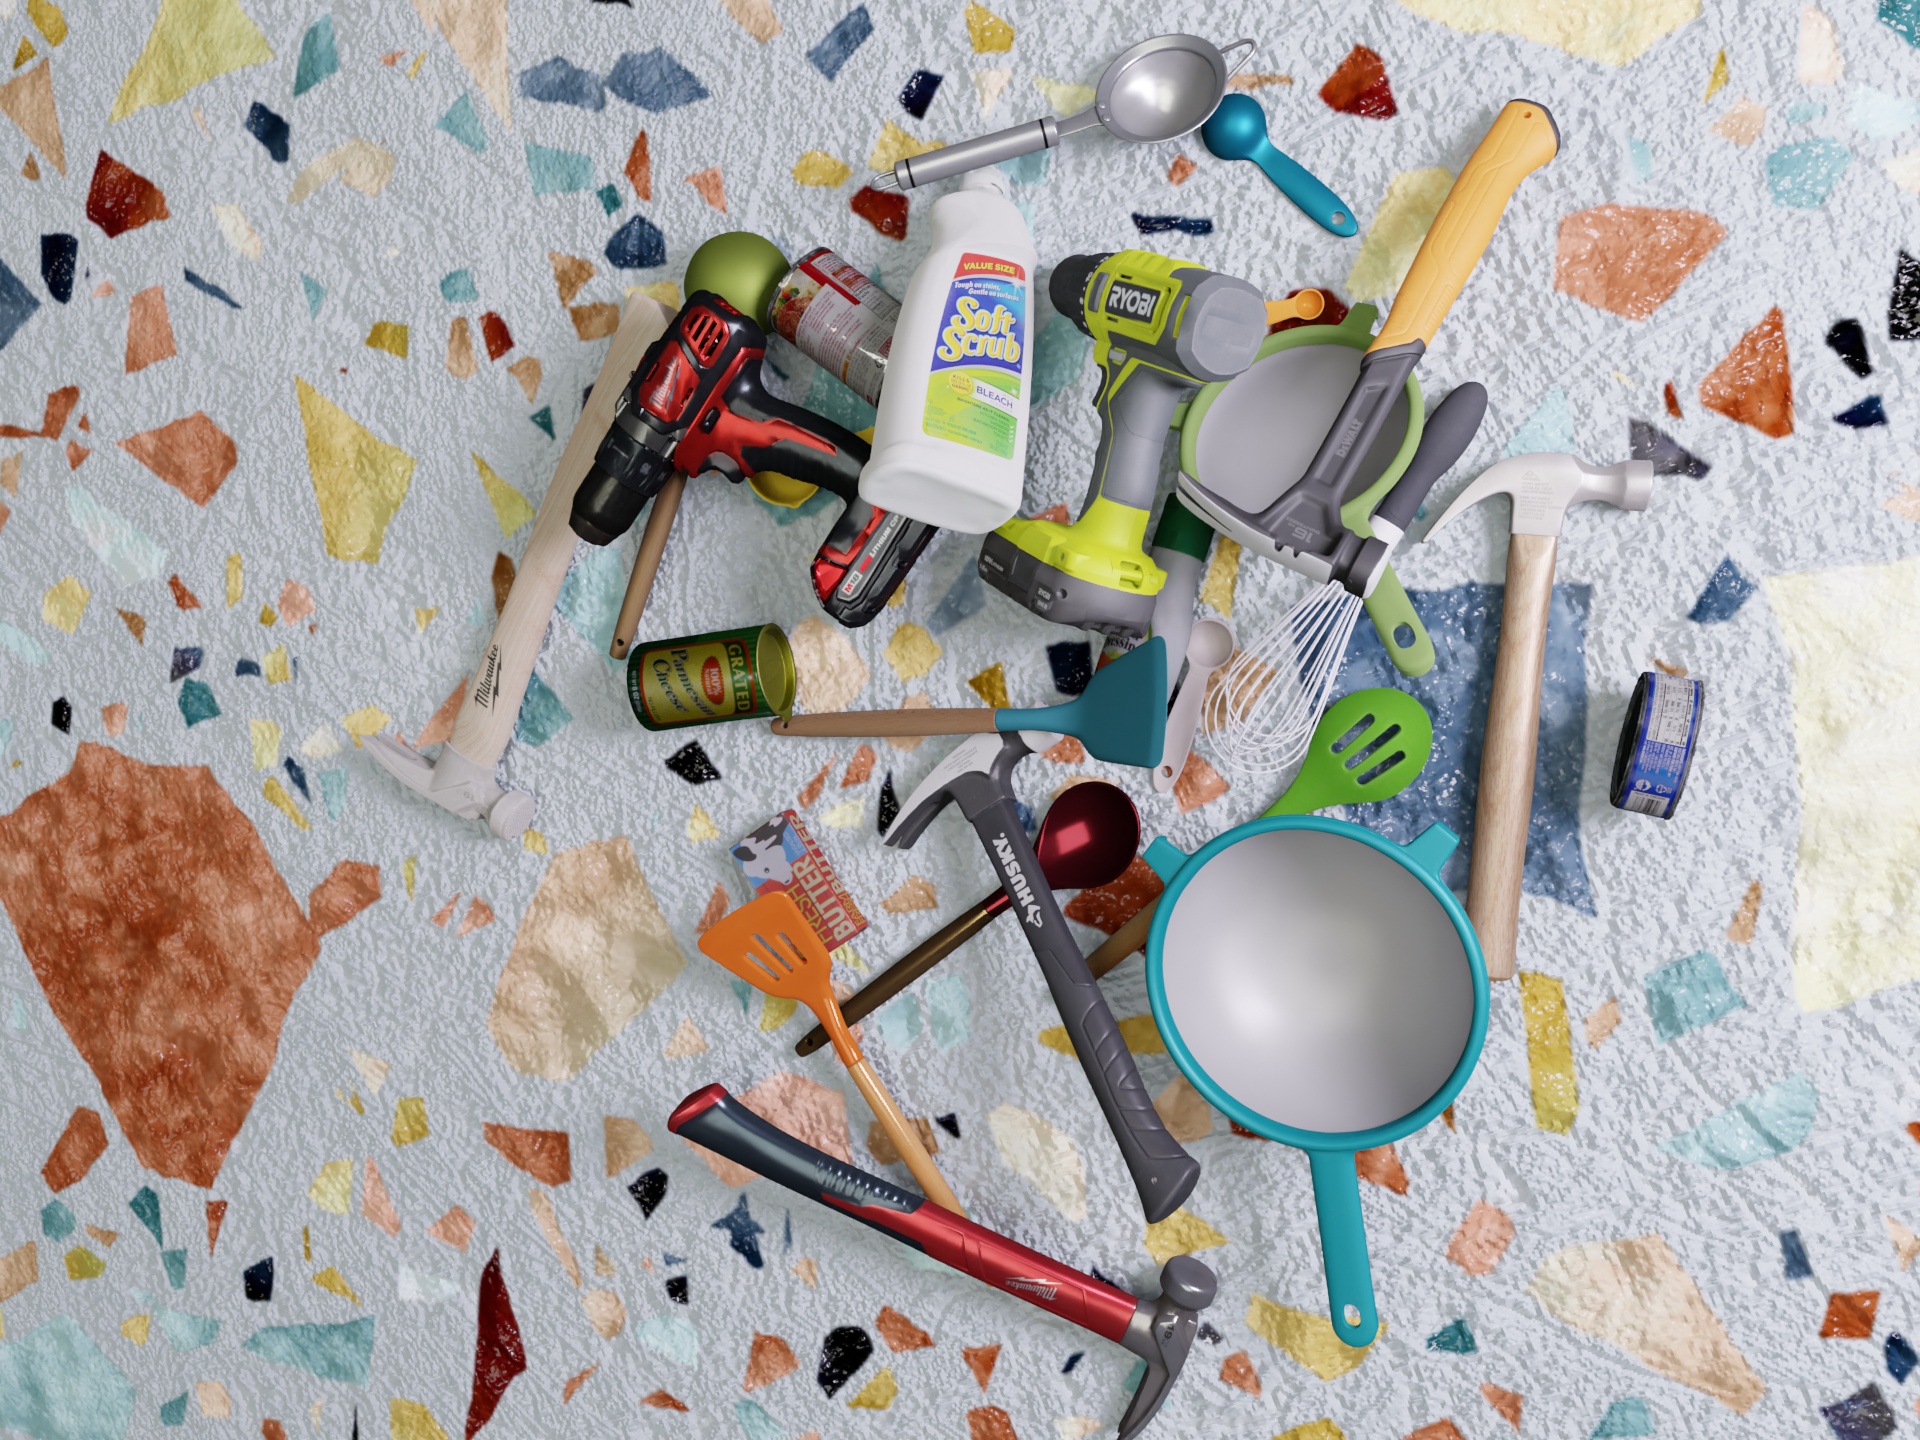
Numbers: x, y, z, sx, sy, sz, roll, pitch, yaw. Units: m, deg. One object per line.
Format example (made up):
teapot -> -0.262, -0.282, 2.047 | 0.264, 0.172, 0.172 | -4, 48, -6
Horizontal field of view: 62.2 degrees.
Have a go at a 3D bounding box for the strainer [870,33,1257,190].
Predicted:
strainer -> 0.065, -0.383, 1.029 | 0.258, 0.050, 0.087 | -14, 64, 6

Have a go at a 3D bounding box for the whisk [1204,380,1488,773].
whisk -> 0.250, -0.090, 1.008 | 0.070, 0.070, 0.284 | 34, 97, 11

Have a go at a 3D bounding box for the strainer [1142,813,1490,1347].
strainer -> 0.240, 0.218, 1.010 | 0.211, 0.095, 0.340 | -6, 97, 27

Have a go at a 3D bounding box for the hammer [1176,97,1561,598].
hammer -> 0.257, -0.235, 0.936 | 0.127, 0.034, 0.337 | 28, 76, 14

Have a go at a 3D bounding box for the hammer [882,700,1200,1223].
hammer -> 0.062, 0.162, 1.034 | 0.146, 0.035, 0.335 | -34, 65, 20

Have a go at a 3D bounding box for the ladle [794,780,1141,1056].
ladle -> 0.001, 0.147, 1.109 | 0.315, 0.031, 0.069 | -38, 71, 17

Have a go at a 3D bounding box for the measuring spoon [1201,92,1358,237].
measuring spoon -> 0.205, -0.355, 1.018 | 0.129, 0.021, 0.042 | 45, 104, 10

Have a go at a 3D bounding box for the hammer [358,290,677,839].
hammer -> -0.314, -0.124, 1.178 | 0.146, 0.038, 0.410 | 28, 100, 14

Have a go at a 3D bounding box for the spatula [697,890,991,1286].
spatula -> -0.064, 0.264, 1.115 | 0.081, 0.041, 0.322 | -32, 91, 19

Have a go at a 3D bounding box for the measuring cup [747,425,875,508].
measuring cup -> -0.073, -0.191, 1.113 | 0.156, 0.029, 0.062 | -14, 99, 5

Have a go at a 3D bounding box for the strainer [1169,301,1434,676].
strainer -> 0.232, -0.124, 0.968 | 0.151, 0.069, 0.257 | -26, 59, 14

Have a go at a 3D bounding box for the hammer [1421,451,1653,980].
hammer -> 0.344, -0.001, 0.996 | 0.130, 0.031, 0.331 | 6, 96, 15

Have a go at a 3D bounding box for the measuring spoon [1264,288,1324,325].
measuring spoon -> 0.180, -0.261, 1.040 | 0.117, 0.011, 0.021 | -9, 92, 20

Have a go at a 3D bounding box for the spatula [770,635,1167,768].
spatula -> -0.002, -0.003, 1.059 | 0.317, 0.044, 0.082 | -2, 79, 30

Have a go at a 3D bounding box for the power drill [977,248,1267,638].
power drill -> 0.089, -0.184, 1.007 | 0.191, 0.080, 0.228 | 39, 116, 55

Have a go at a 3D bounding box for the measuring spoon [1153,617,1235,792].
measuring spoon -> 0.153, -0.010, 1.063 | 0.034, 0.018, 0.124 | 22, 106, 17

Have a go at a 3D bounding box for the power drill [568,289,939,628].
power drill -> -0.138, -0.153, 1.072 | 0.226, 0.080, 0.188 | 36, 101, -1

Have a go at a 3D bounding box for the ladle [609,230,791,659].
ladle -> -0.197, -0.193, 1.142 | 0.078, 0.062, 0.320 | 20, 107, -4

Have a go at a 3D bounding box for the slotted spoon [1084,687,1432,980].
slotted spoon -> 0.180, 0.091, 1.054 | 0.313, 0.031, 0.070 | -42, 85, 16

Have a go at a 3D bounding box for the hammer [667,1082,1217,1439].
hammer -> -0.029, 0.363, 1.098 | 0.386, 0.038, 0.143 | 23, 105, 6
